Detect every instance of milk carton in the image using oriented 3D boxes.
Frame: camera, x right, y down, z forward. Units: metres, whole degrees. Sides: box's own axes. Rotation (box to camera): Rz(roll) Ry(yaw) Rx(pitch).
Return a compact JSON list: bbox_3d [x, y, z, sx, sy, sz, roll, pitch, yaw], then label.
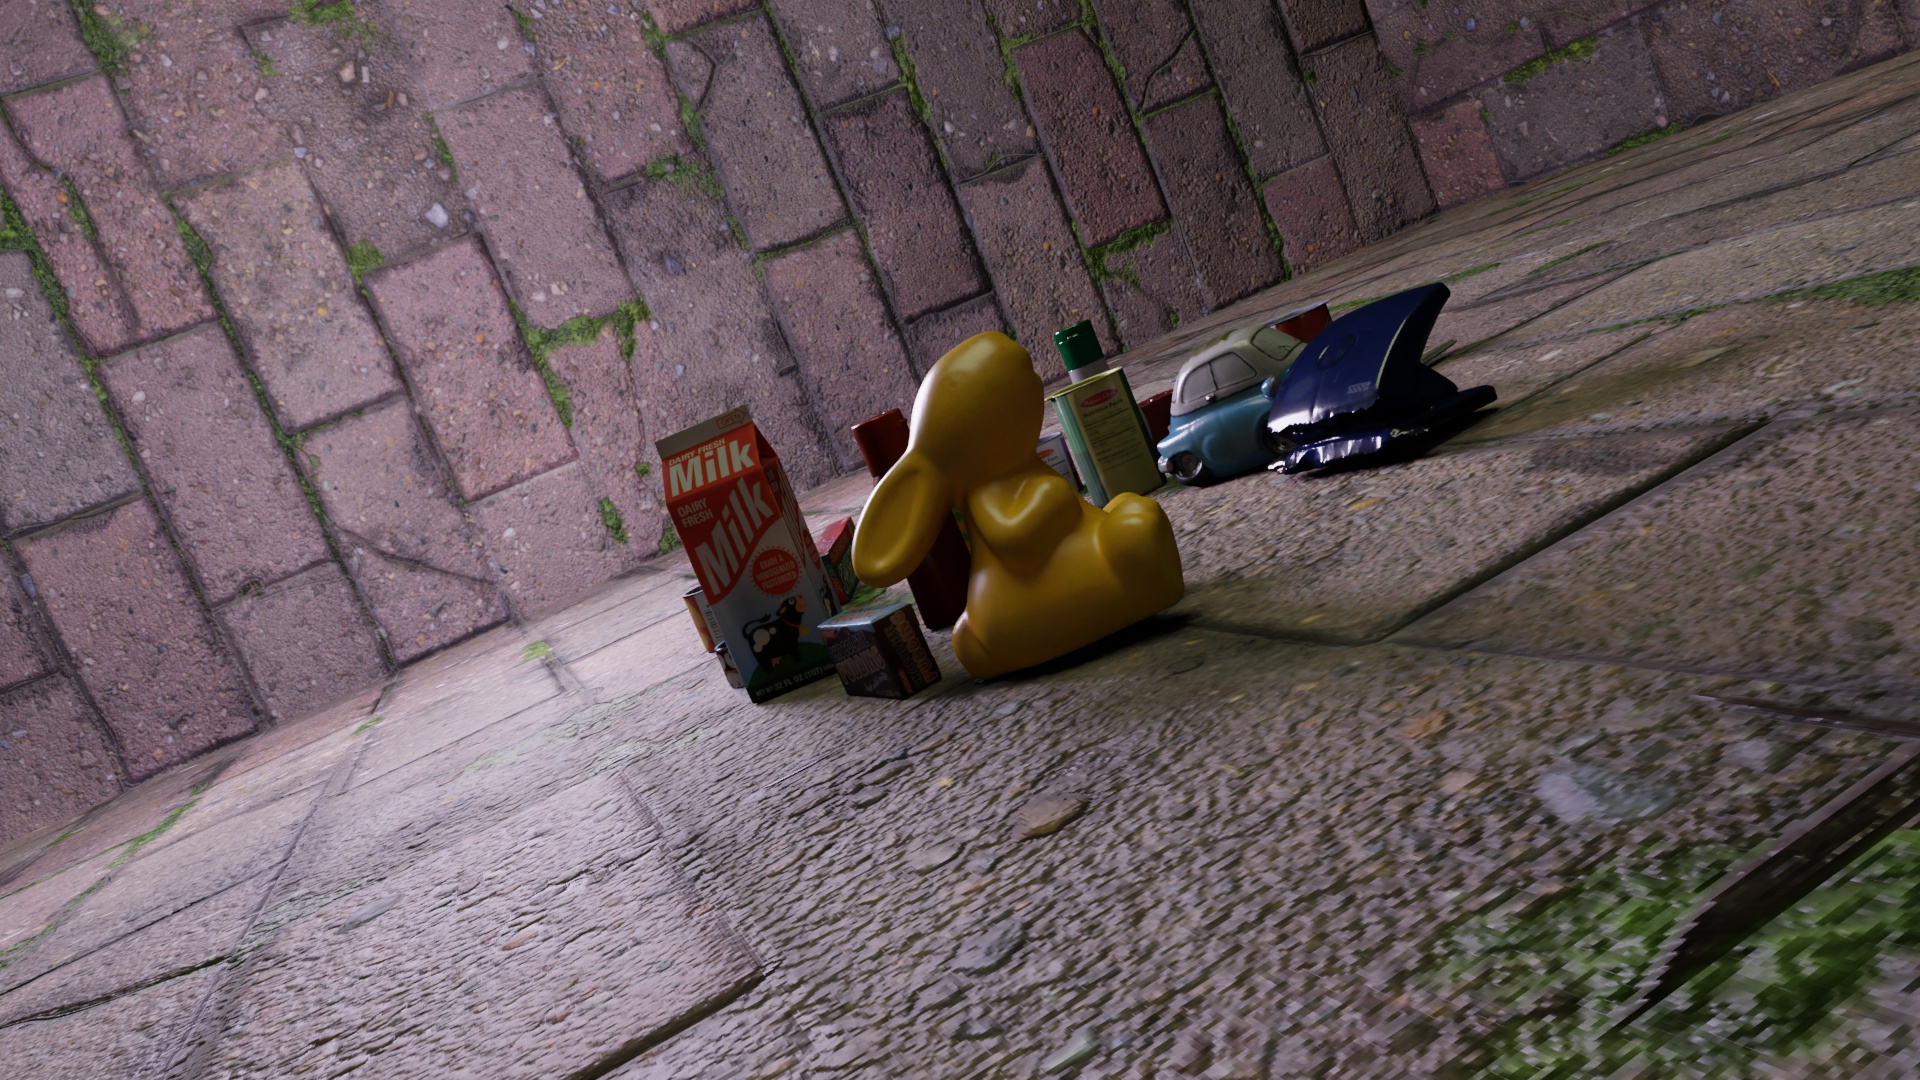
[{"bbox_3d":[-0.143,0.007,0.960,0.072,0.190,0.073,-22,7,5],"label":"milk carton"}]

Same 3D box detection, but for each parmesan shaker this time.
[{"bbox_3d":[0.121,-0.084,1.160,0.071,0.103,0.071,-22,7,3],"label":"parmesan shaker"}]

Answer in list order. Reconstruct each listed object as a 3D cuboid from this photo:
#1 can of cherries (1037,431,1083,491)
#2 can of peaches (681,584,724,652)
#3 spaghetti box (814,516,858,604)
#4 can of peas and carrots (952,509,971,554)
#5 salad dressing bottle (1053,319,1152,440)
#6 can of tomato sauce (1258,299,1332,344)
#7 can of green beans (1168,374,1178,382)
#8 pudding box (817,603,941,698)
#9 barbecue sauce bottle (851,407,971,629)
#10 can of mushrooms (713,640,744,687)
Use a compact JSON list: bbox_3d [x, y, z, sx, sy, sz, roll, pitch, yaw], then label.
[{"bbox_3d":[0.077,-0.066,1.328,0.071,0.058,0.071,-22,7,3],"label":"can of cherries"},{"bbox_3d":[-0.214,0.063,1.276,0.071,0.058,0.071,-22,7,3],"label":"can of peaches"},{"bbox_3d":[-0.119,0.019,1.336,0.029,0.050,0.250,-22,8,3],"label":"spaghetti box"},{"bbox_3d":[0.004,-0.015,1.184,0.071,0.058,0.071,-22,7,3],"label":"can of peas and carrots"},{"bbox_3d":[0.130,-0.129,1.279,0.064,0.147,0.044,-21,7,12],"label":"salad dressing bottle"},{"bbox_3d":[0.310,-0.164,1.239,0.071,0.083,0.071,-22,7,3],"label":"can of tomato sauce"},{"bbox_3d":[0.254,-0.148,1.391,0.071,0.057,0.071,-22,7,3],"label":"can of green beans"},{"bbox_3d":[-0.049,0.065,0.820,0.030,0.049,0.083,-26,8,-27],"label":"pudding box"},{"bbox_3d":[-0.029,-0.017,0.954,0.043,0.148,0.065,-20,8,21],"label":"barbecue sauce bottle"},{"bbox_3d":[-0.149,0.083,1.047,0.071,0.033,0.071,-22,7,3],"label":"can of mushrooms"}]
